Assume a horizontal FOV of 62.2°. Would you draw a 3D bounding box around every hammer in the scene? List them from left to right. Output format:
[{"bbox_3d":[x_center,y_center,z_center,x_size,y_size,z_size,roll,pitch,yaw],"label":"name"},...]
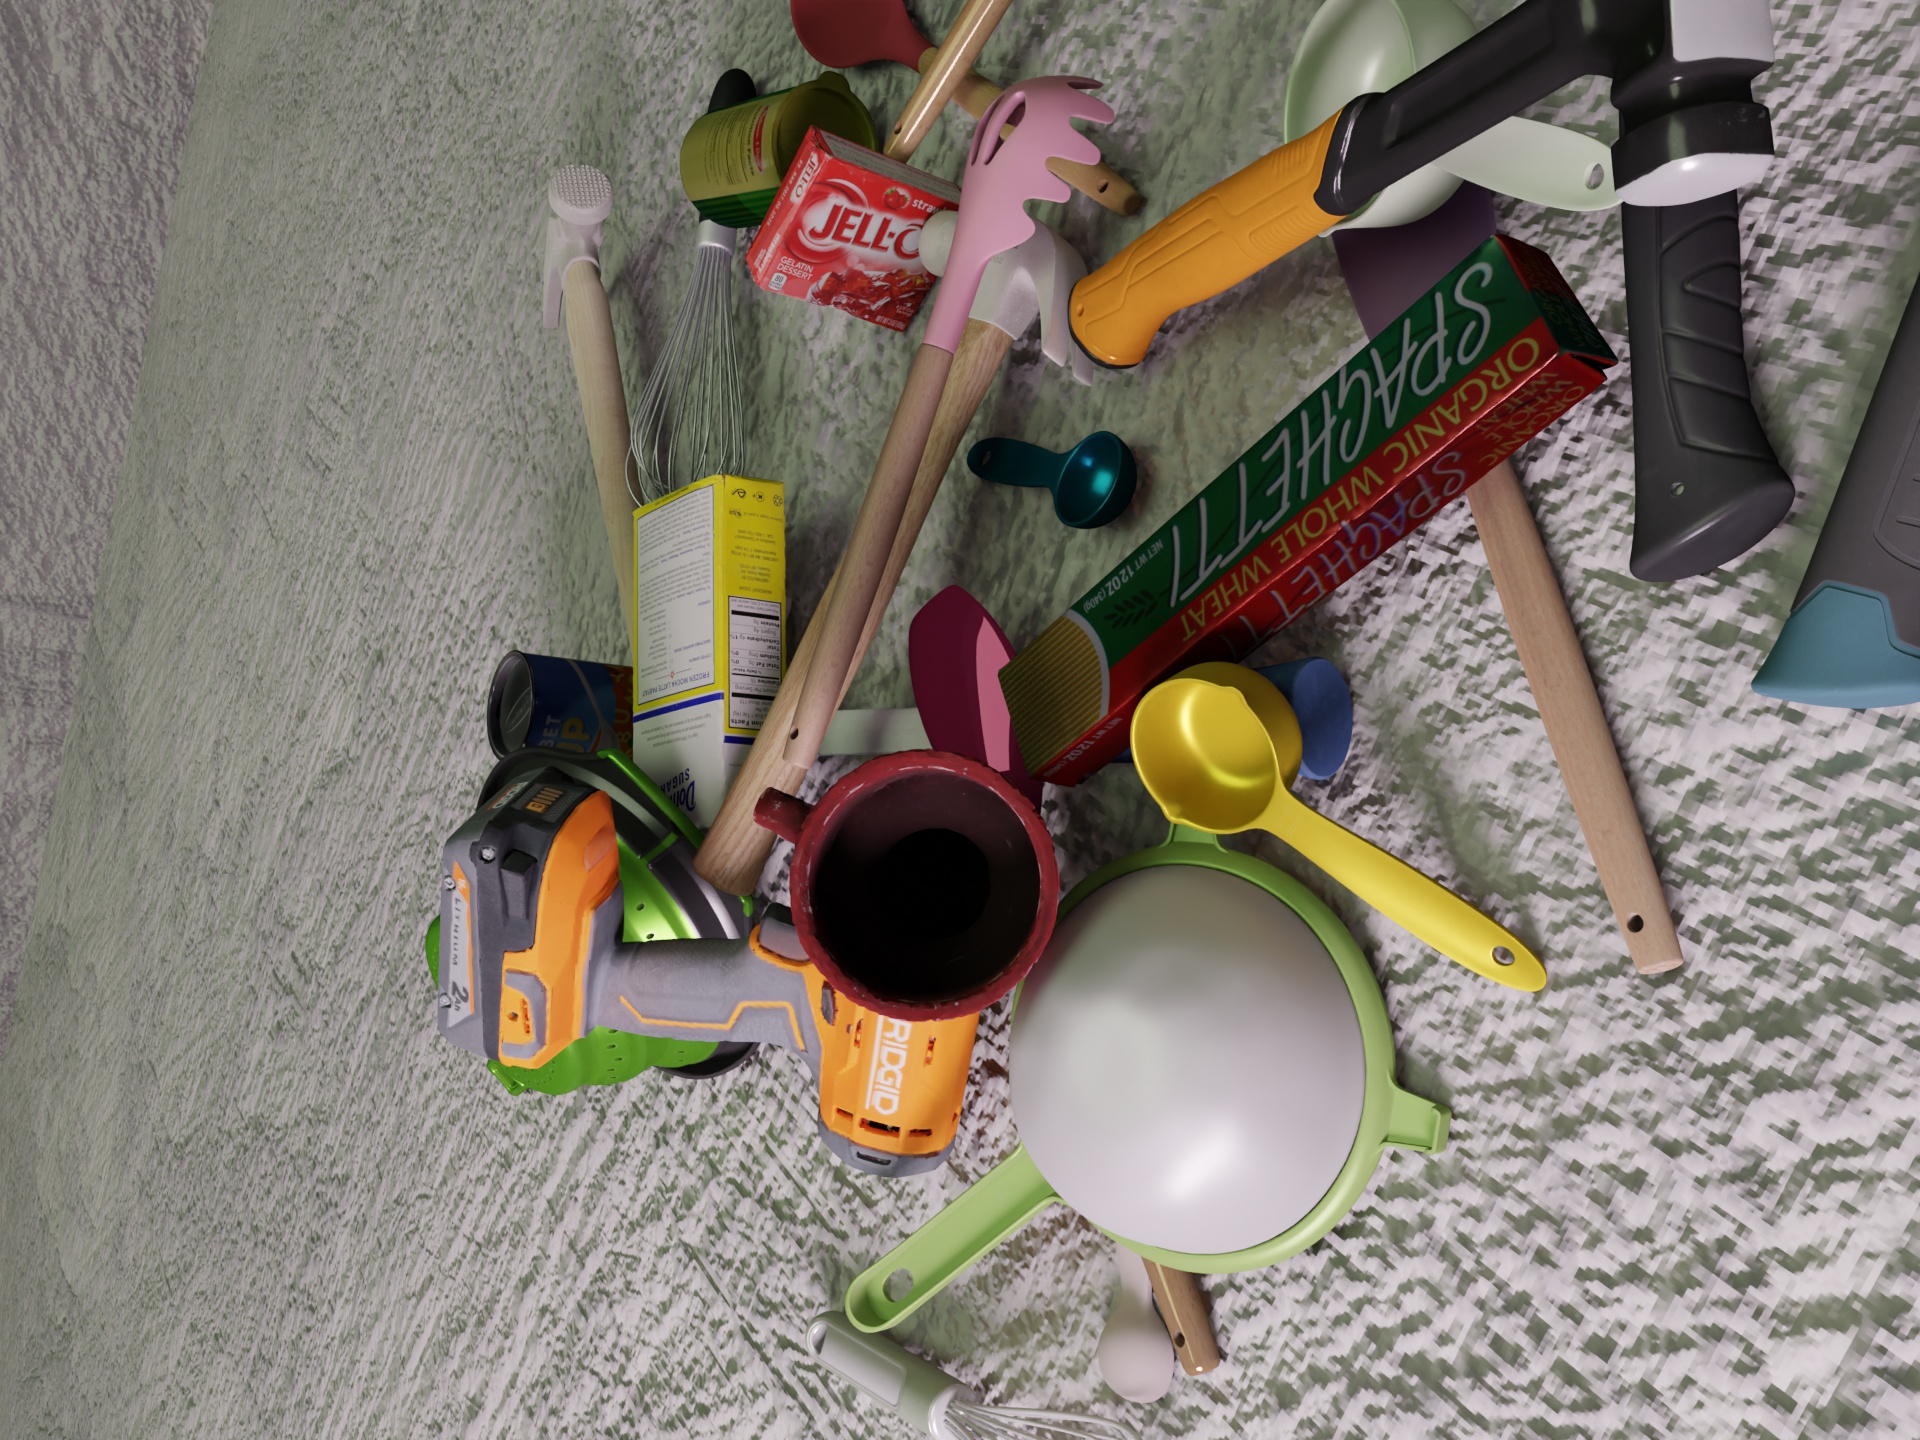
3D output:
[{"bbox_3d":[-0.206,-0.127,0.969,0.146,0.038,0.411,125,134,-61],"label":"hammer"},{"bbox_3d":[-0.037,-0.073,0.718,0.130,0.031,0.331,30,95,50],"label":"hammer"},{"bbox_3d":[-0.001,-0.002,0.709,0.405,0.035,0.144,-3,82,51],"label":"hammer"},{"bbox_3d":[0.112,-0.181,0.511,0.337,0.034,0.127,175,89,-70],"label":"hammer"},{"bbox_3d":[0.209,-0.208,0.482,0.146,0.035,0.335,-9,77,50],"label":"hammer"},{"bbox_3d":[0.275,-0.157,0.392,0.128,0.033,0.331,28,106,49],"label":"hammer"}]

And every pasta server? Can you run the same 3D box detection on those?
[{"bbox_3d":[-0.013,-0.128,0.674,0.060,0.040,0.316,22,93,50],"label":"pasta server"}]

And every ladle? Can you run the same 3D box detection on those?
[{"bbox_3d":[-0.003,-0.312,0.771,0.316,0.031,0.069,52,123,40],"label":"ladle"},{"bbox_3d":[0.046,-0.382,0.681,0.320,0.062,0.078,-52,47,28],"label":"ladle"}]

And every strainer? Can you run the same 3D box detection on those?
[{"bbox_3d":[0.031,0.151,0.566,0.256,0.069,0.152,-44,63,22],"label":"strainer"}]

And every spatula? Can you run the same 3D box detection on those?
[{"bbox_3d":[0.175,-0.073,0.515,0.060,0.018,0.316,-32,59,42],"label":"spatula"}]

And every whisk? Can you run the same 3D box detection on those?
[{"bbox_3d":[-0.145,-0.247,0.915,0.070,0.070,0.285,-8,73,50],"label":"whisk"},{"bbox_3d":[0.001,0.287,0.650,0.246,0.059,0.058,-2,71,56],"label":"whisk"}]

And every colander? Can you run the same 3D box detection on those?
[{"bbox_3d":[-0.238,0.161,0.879,0.204,0.094,0.397,47,141,4],"label":"colander"}]

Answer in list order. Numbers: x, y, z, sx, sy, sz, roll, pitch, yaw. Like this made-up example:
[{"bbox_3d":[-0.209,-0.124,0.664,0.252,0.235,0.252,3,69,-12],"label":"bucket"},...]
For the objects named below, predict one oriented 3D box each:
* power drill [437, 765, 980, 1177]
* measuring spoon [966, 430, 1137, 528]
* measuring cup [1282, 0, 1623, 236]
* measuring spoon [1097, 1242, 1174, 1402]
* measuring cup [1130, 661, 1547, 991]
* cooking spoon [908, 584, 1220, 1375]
[{"bbox_3d":[-0.100,0.092,0.676,0.084,0.226,0.164,-62,-16,-65],"label":"power drill"},{"bbox_3d":[0.040,-0.107,0.696,0.129,0.021,0.042,28,97,59],"label":"measuring spoon"},{"bbox_3d":[0.159,-0.182,0.492,0.168,0.038,0.083,-128,38,-53],"label":"measuring cup"},{"bbox_3d":[0.061,0.197,0.611,0.034,0.018,0.124,-19,69,49],"label":"measuring spoon"},{"bbox_3d":[0.127,0.035,0.525,0.157,0.029,0.062,36,132,18],"label":"measuring cup"},{"bbox_3d":[0.037,0.092,0.622,0.068,0.017,0.319,-38,65,45],"label":"cooking spoon"}]
